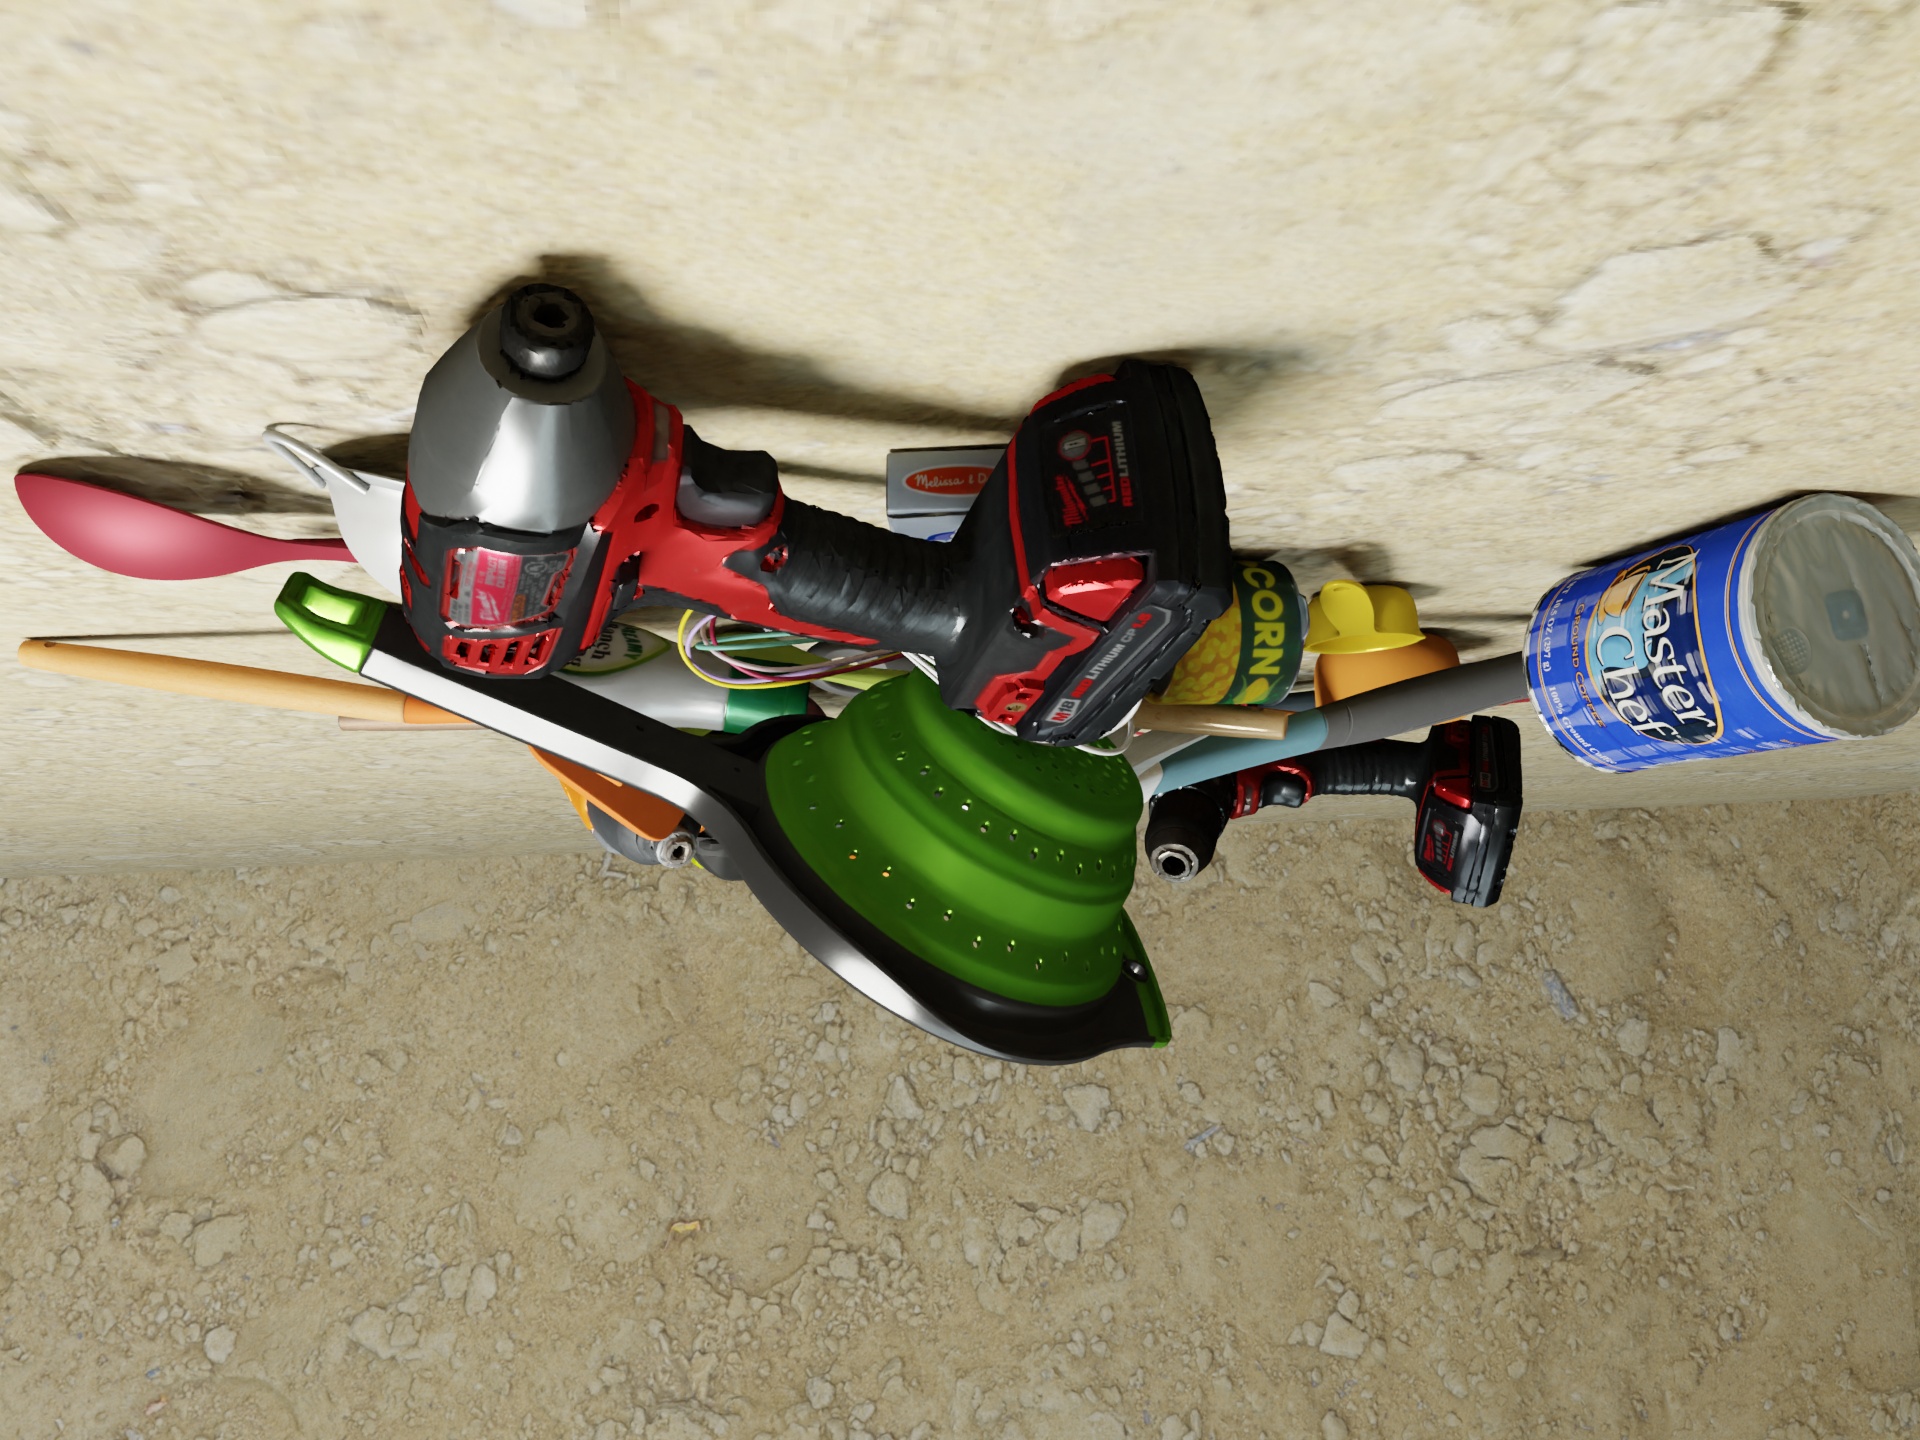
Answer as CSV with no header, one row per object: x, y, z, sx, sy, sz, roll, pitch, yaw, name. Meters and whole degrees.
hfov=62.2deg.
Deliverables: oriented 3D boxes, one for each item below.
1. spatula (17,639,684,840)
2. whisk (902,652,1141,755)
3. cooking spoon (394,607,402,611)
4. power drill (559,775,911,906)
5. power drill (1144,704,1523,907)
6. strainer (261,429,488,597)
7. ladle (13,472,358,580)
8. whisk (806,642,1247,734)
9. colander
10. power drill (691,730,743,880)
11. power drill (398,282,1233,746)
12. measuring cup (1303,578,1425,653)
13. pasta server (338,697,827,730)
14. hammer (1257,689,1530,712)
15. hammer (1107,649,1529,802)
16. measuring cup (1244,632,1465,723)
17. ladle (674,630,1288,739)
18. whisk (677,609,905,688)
-0.288,-0.001,0.761,0.322,0.041,0.081,8,-150,0,spatula
-0.031,-0.040,0.561,0.246,0.059,0.057,21,130,-30,whisk
-0.198,-0.032,0.834,0.069,0.017,0.318,11,180,30,cooking spoon
-0.111,0.046,0.898,0.226,0.084,0.164,11,-162,-33,power drill
0.228,0.051,0.999,0.227,0.080,0.188,9,-147,13,power drill
-0.129,-0.061,0.576,0.087,0.050,0.258,11,-174,38,strainer
-0.176,-0.061,0.601,0.315,0.031,0.069,1,-178,-39,ladle
0.046,-0.017,0.920,0.295,0.073,0.073,7,169,-28,whisk
-0.061,0.006,0.634,0.396,0.094,0.205,25,-158,-21,colander
-0.153,0.046,1.102,0.171,0.080,0.223,1,-171,-31,power drill
-0.042,-0.057,0.451,0.219,0.079,0.143,5,153,-19,power drill
0.188,-0.059,0.764,0.062,0.029,0.156,-5,170,18,measuring cup
-0.236,0.002,1.016,0.316,0.040,0.060,-2,-175,-1,pasta server
0.320,-0.020,1.066,0.386,0.038,0.143,-6,171,25,hammer
0.200,0.002,0.852,0.331,0.033,0.128,-13,151,-20,hammer
0.219,-0.025,0.942,0.173,0.052,0.095,2,171,-24,measuring cup
-0.001,-0.003,0.784,0.320,0.062,0.078,6,-164,19,ladle
-0.007,-0.047,0.732,0.245,0.047,0.051,-6,176,-16,whisk
